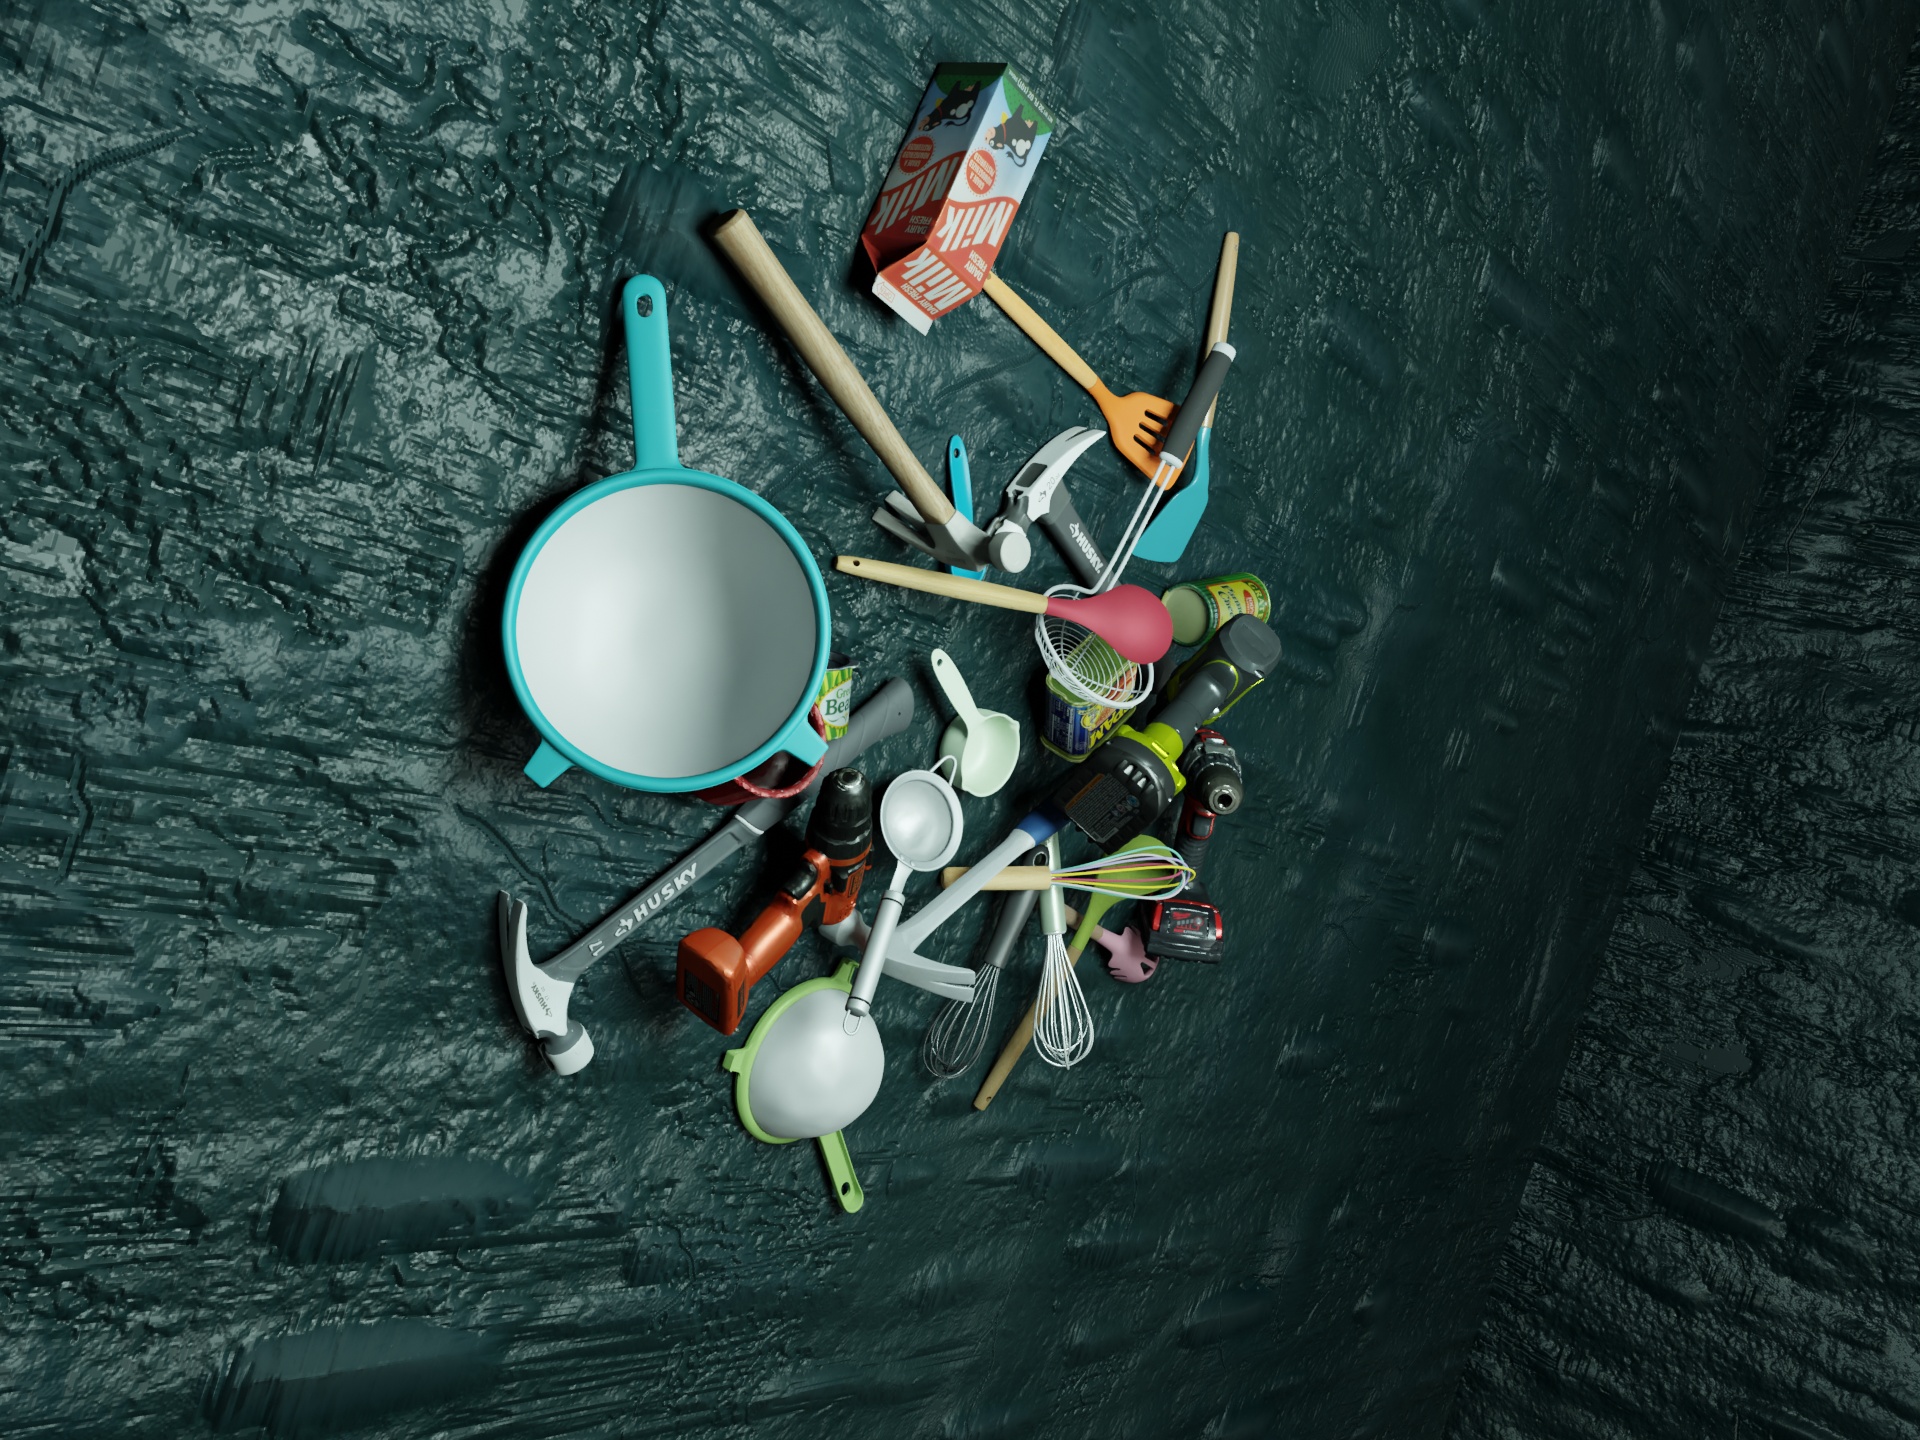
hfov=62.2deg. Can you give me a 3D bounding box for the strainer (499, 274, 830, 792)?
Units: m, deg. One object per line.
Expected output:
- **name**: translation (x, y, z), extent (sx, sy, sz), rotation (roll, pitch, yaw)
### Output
- **strainer**: translation (-0.201, -0.120, 1.071), extent (0.211, 0.095, 0.340), rotation (-4, 86, -9)

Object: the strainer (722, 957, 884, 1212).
- **strainer**: translation (-0.105, 0.344, 1.378), extent (0.151, 0.069, 0.256), rotation (-36, 128, -34)

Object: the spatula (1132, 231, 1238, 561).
- **spatula**: translation (0.228, -0.310, 1.534), extent (0.082, 0.044, 0.317), rotation (2, 98, -48)

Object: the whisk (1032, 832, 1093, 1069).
- **whisk**: translation (0.090, 0.210, 1.519), extent (0.059, 0.058, 0.246), rotation (25, 60, -84)

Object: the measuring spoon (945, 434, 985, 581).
- **measuring spoon**: translation (-0.004, -0.175, 1.334), extent (0.042, 0.021, 0.128), rotation (-19, 109, -42)

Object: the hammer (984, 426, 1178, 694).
- **hammer**: translation (0.138, -0.130, 1.492), extent (0.146, 0.035, 0.334), rotation (-57, 138, -15)

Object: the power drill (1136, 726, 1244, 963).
- **power drill**: translation (0.241, 0.130, 1.616), extent (0.188, 0.080, 0.226), rotation (-86, -176, -76)

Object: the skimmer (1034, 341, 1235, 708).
- **skimmer**: translation (0.175, -0.181, 1.412), extent (0.127, 0.090, 0.363), rotation (30, 81, -20)

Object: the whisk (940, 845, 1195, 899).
- **whisk**: translation (0.102, 0.143, 1.471), extent (0.245, 0.047, 0.051), rotation (1, 91, -15)

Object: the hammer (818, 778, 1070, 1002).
- **hammer**: translation (0.056, 0.115, 1.443), extent (0.405, 0.144, 0.035), rotation (-36, 143, -43)

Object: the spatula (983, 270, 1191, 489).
- **spatula**: translation (0.108, -0.307, 1.384), extent (0.322, 0.041, 0.081), rotation (30, 82, -49)

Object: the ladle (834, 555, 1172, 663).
- **ladle**: translation (0.045, -0.101, 1.309), extent (0.315, 0.031, 0.069), rotation (9, 73, -23)

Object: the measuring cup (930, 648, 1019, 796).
- **measuring cup**: translation (-0.002, -0.004, 1.383), extent (0.083, 0.038, 0.167), rotation (-49, 134, -24)

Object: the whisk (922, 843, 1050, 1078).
- **whisk**: translation (0.028, 0.225, 1.492), extent (0.055, 0.055, 0.239), rotation (28, 85, -50)

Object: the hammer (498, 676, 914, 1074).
- **hammer**: translation (-0.180, 0.087, 1.221), extent (0.409, 0.036, 0.149), rotation (-40, 130, -32)

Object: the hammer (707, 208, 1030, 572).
- **hammer**: translation (-0.076, -0.232, 1.167), extent (0.031, 0.130, 0.331), rotation (-53, 126, -20)

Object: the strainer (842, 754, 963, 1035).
- **strainer**: translation (-0.056, 0.141, 1.313), extent (0.086, 0.050, 0.259), rotation (36, 54, -27)

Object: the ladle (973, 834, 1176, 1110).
- **ladle**: translation (0.106, 0.251, 1.561), extent (0.078, 0.062, 0.320), rotation (30, 92, -35)

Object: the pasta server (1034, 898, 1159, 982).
- **pasta server**: translation (0.119, 0.205, 1.613), extent (0.315, 0.040, 0.060), rotation (34, 79, -45)

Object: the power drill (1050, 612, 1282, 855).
- **power drill**: translation (0.184, 0.016, 1.460), extent (0.228, 0.080, 0.190), rotation (-45, 177, -35)
